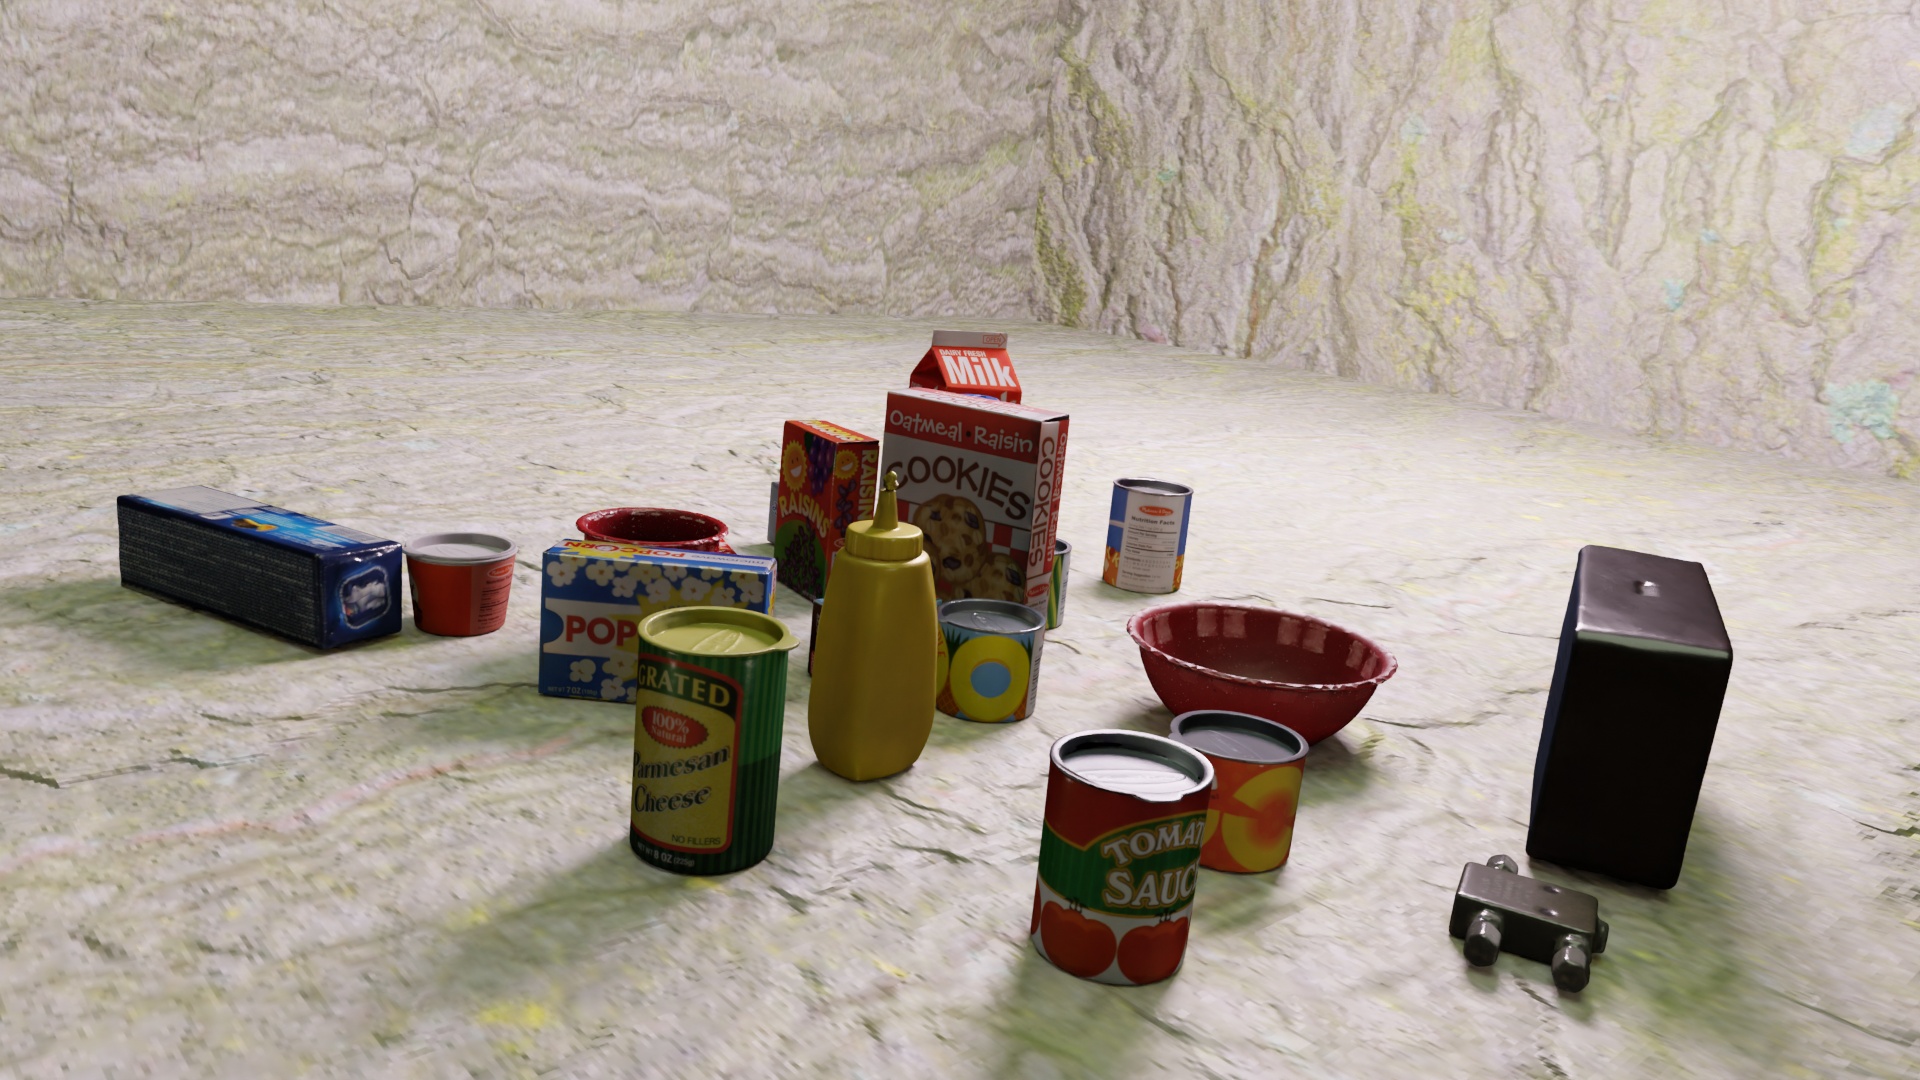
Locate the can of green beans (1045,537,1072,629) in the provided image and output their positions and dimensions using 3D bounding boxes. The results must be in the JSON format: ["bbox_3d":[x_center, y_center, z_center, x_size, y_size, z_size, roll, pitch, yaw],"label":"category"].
[{"bbox_3d":[0.046,0.029,1.016,0.071,0.057,0.071,5,14,-1],"label":"can of green beans"}]

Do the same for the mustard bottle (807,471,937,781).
[{"bbox_3d":[-0.042,0.041,0.717,0.049,0.159,0.065,17,17,40],"label":"mustard bottle"}]

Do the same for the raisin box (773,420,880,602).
[{"bbox_3d":[-0.099,-0.021,1.024,0.040,0.123,0.086,-3,16,-33],"label":"raisin box"}]

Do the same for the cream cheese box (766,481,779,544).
[{"bbox_3d":[-0.120,-0.012,1.122,0.024,0.053,0.104,-4,17,-36],"label":"cream cheese box"}]

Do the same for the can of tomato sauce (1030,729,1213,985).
[{"bbox_3d":[0.066,0.129,0.567,0.071,0.083,0.071,5,13,-1],"label":"can of tomato sauce"}]

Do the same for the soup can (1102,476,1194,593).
[{"bbox_3d":[0.154,-0.006,1.145,0.071,0.083,0.071,5,13,-1],"label":"soup can"}]

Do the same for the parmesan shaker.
[{"bbox_3d":[-0.110,0.088,0.618,0.071,0.102,0.071,5,13,-1],"label":"parmesan shaker"}]

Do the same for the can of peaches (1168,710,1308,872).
[{"bbox_3d":[0.129,0.121,0.675,0.071,0.058,0.071,5,14,-1],"label":"can of peaches"}]

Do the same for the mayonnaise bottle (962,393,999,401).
[{"bbox_3d":[0.006,-0.039,1.084,0.041,0.147,0.065,11,14,21],"label":"mayonnaise bottle"}]

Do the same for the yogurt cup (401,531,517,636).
[{"bbox_3d":[-0.318,0.028,0.883,0.072,0.053,0.072,5,14,-1],"label":"yogurt cup"}]

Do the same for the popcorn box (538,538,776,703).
[{"bbox_3d":[-0.171,0.048,0.792,0.127,0.085,0.038,5,13,-1],"label":"popcorn box"}]

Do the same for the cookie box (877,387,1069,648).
[{"bbox_3d":[0.003,-0.012,0.934,0.123,0.167,0.040,14,15,31],"label":"cookie box"}]

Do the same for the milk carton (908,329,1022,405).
[{"bbox_3d":[-0.001,-0.080,1.161,0.072,0.190,0.073,-1,15,-27],"label":"milk carton"}]

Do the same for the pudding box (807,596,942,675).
[{"bbox_3d":[-0.053,0.059,0.869,0.084,0.049,0.030,-6,18,-39],"label":"pudding box"}]

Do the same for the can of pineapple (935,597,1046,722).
[{"bbox_3d":[0.014,0.071,0.833,0.071,0.057,0.071,5,14,-1],"label":"can of pineapple"}]
